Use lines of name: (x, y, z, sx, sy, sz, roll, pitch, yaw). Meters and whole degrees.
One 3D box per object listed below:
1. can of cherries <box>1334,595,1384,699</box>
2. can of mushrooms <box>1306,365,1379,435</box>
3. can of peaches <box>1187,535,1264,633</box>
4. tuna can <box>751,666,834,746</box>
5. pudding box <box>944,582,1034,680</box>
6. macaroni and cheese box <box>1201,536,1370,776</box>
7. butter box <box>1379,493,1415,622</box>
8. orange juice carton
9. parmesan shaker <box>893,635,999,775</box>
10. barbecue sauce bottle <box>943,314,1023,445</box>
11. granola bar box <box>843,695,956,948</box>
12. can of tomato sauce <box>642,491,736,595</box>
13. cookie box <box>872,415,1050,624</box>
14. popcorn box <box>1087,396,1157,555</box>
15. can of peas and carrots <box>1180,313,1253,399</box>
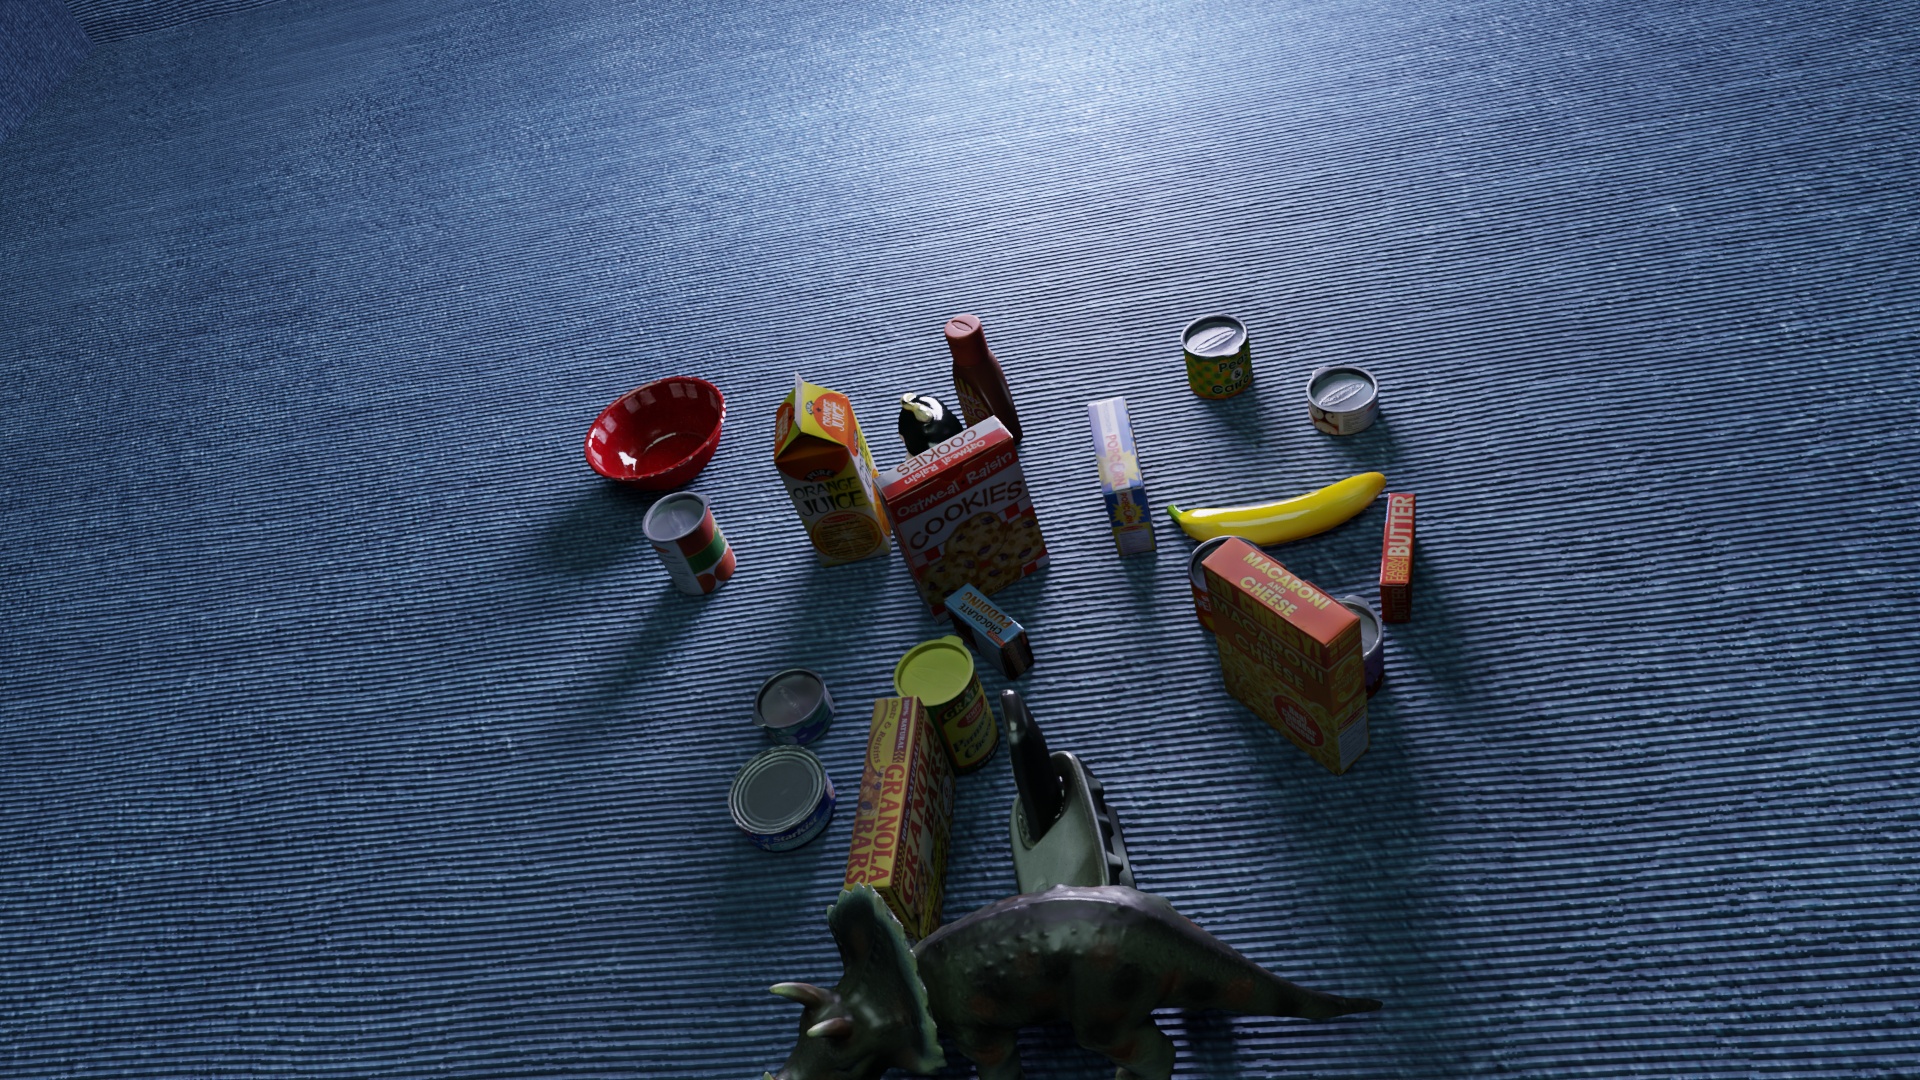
can of cherries: (0.308, 0.088, 1.114, 0.071, 0.058, 0.072, -10, 46, 10)
can of mushrooms: (0.364, -0.135, 1.326, 0.071, 0.033, 0.071, -10, 46, 10)
can of peaches: (0.230, 0.041, 1.186, 0.071, 0.057, 0.071, -10, 46, 10)
tuna can: (-0.149, 0.149, 1.228, 0.071, 0.032, 0.071, -10, 46, 10)
pudding box: (0.025, 0.080, 1.224, 0.030, 0.049, 0.084, -37, 47, -17)
macaroni and cheese box: (0.249, 0.088, 1.058, 0.040, 0.165, 0.124, -37, 47, -17)
butter box: (0.369, 0.014, 1.168, 0.024, 0.053, 0.104, 2, 49, 21)
orange juice carton: (-0.125, -0.067, 1.313, 0.073, 0.191, 0.072, -12, 45, 8)
parmesan shaker: (-0.008, 0.136, 1.143, 0.071, 0.102, 0.072, -10, 46, 10)
barbecue sauce bottle: (0.019, -0.157, 1.381, 0.044, 0.147, 0.065, -42, 49, -21)
granola bar box: (-0.042, 0.221, 1.059, 0.039, 0.123, 0.166, -6, 46, 14)
can of tomato sauce: (-0.265, 0.003, 1.371, 0.071, 0.082, 0.071, -10, 46, 10)
cookie box: (0.004, -0.016, 1.238, 0.123, 0.166, 0.040, -29, 45, -9)
popcorn box: (0.150, -0.061, 1.290, 0.038, 0.084, 0.127, -12, 45, 8)
can of peas and carrots: (0.259, -0.182, 1.389, 0.071, 0.058, 0.071, -10, 46, 10)
